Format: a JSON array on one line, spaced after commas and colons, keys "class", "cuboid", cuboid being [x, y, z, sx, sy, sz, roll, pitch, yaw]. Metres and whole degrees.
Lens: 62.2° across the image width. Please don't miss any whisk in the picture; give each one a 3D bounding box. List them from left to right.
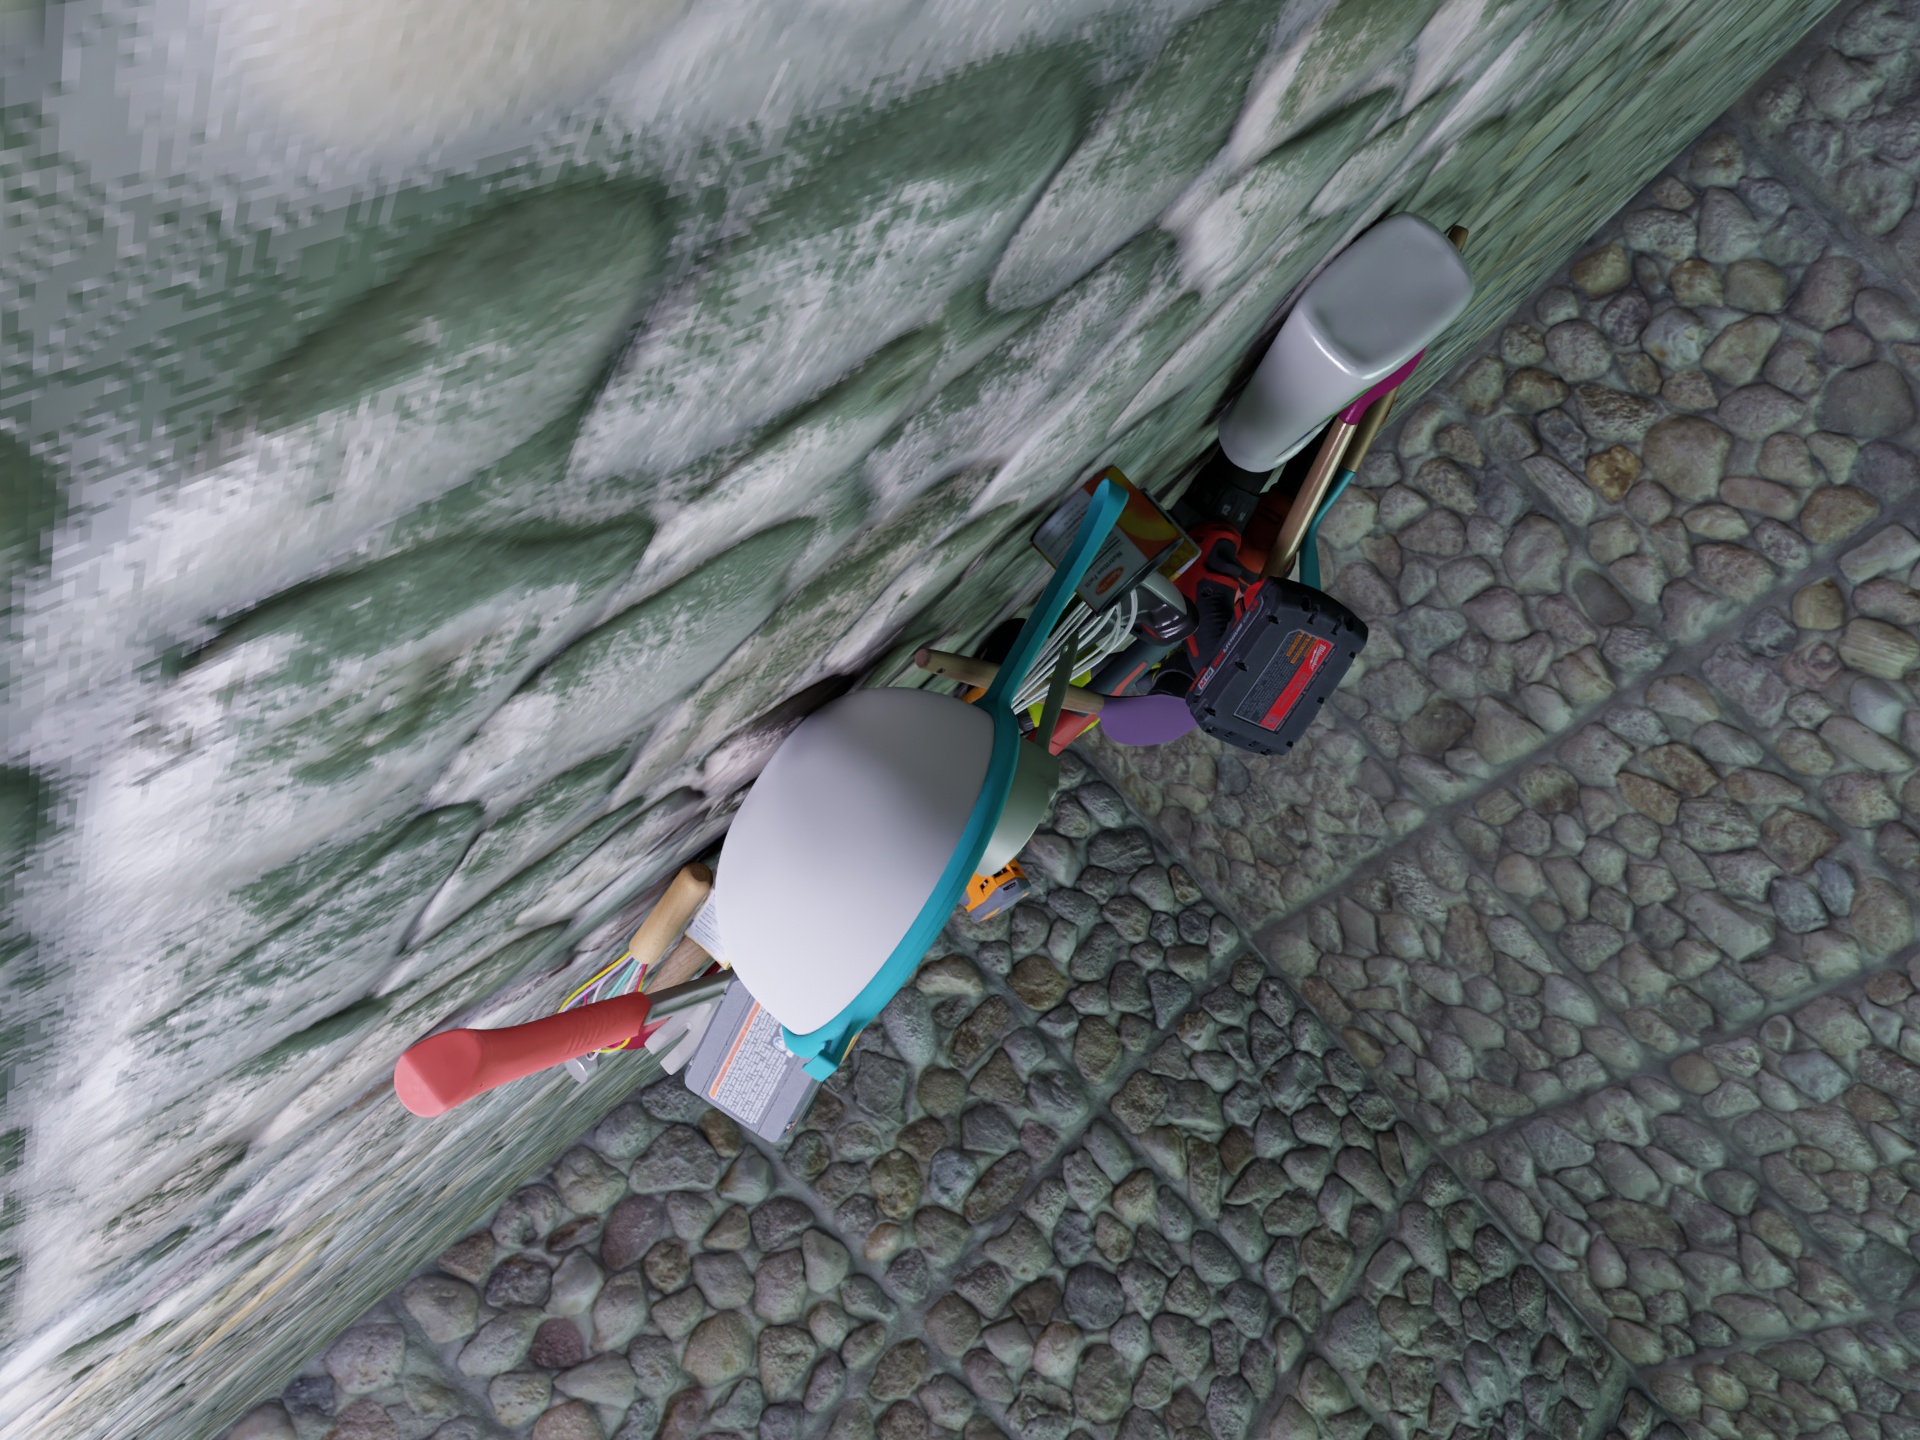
[{"class": "whisk", "cuboid": [-0.212, 0.162, 1.052, 0.051, 0.047, 0.245, -35, 169, -46]}, {"class": "whisk", "cuboid": [0.018, -0.001, 0.953, 0.246, 0.057, 0.059, -48, -168, -4]}]

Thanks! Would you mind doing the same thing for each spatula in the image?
[{"class": "spatula", "cuboid": [0.074, -0.014, 1.057, 0.059, 0.018, 0.315, -38, 151, 27]}, {"class": "spatula", "cuboid": [0.306, -0.205, 1.171, 0.082, 0.044, 0.317, -19, 134, -65]}]

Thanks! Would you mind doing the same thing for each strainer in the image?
[{"class": "strainer", "cuboid": [-0.033, 0.005, 0.823, 0.340, 0.095, 0.211, -59, -166, -2]}]

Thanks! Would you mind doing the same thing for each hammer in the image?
[{"class": "hammer", "cuboid": [-0.218, 0.188, 0.959, 0.149, 0.037, 0.359, -47, 167, 12]}, {"class": "hammer", "cuboid": [-0.237, 0.209, 1.347, 0.130, 0.031, 0.331, -37, 173, -41]}, {"class": "hammer", "cuboid": [-0.002, -0.003, 1.087, 0.337, 0.034, 0.127, -36, 143, 23]}, {"class": "hammer", "cuboid": [0.018, -0.022, 1.280, 0.128, 0.033, 0.331, -41, 175, -14]}, {"class": "hammer", "cuboid": [0.093, -0.014, 1.294, 0.386, 0.038, 0.143, -41, 146, -21]}]

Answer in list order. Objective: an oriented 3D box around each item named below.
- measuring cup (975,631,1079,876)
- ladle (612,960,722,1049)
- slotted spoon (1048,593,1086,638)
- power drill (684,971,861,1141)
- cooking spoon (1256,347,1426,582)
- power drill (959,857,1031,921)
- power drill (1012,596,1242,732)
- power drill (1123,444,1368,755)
[{"class": "measuring cup", "cuboid": [0.030, 0.007, 0.876, 0.083, 0.038, 0.168, -39, -155, 52]}, {"class": "ladle", "cuboid": [-0.159, 0.167, 1.266, 0.315, 0.031, 0.069, -38, 174, -41]}, {"class": "slotted spoon", "cuboid": [0.124, -0.120, 1.273, 0.070, 0.031, 0.314, -46, 176, 25]}, {"class": "power drill", "cuboid": [-0.092, 0.177, 1.049, 0.185, 0.084, 0.226, -62, 173, 31]}, {"class": "cooking spoon", "cuboid": [0.262, -0.191, 1.115, 0.017, 0.069, 0.318, -1, 137, -19]}, {"class": "power drill", "cuboid": [-0.066, 0.131, 1.409, 0.226, 0.164, 0.084, -25, 168, -27]}, {"class": "power drill", "cuboid": [0.158, -0.032, 1.472, 0.228, 0.080, 0.190, -13, -160, 41]}, {"class": "power drill", "cuboid": [0.198, -0.102, 1.123, 0.188, 0.080, 0.227, -59, -153, 22]}]
